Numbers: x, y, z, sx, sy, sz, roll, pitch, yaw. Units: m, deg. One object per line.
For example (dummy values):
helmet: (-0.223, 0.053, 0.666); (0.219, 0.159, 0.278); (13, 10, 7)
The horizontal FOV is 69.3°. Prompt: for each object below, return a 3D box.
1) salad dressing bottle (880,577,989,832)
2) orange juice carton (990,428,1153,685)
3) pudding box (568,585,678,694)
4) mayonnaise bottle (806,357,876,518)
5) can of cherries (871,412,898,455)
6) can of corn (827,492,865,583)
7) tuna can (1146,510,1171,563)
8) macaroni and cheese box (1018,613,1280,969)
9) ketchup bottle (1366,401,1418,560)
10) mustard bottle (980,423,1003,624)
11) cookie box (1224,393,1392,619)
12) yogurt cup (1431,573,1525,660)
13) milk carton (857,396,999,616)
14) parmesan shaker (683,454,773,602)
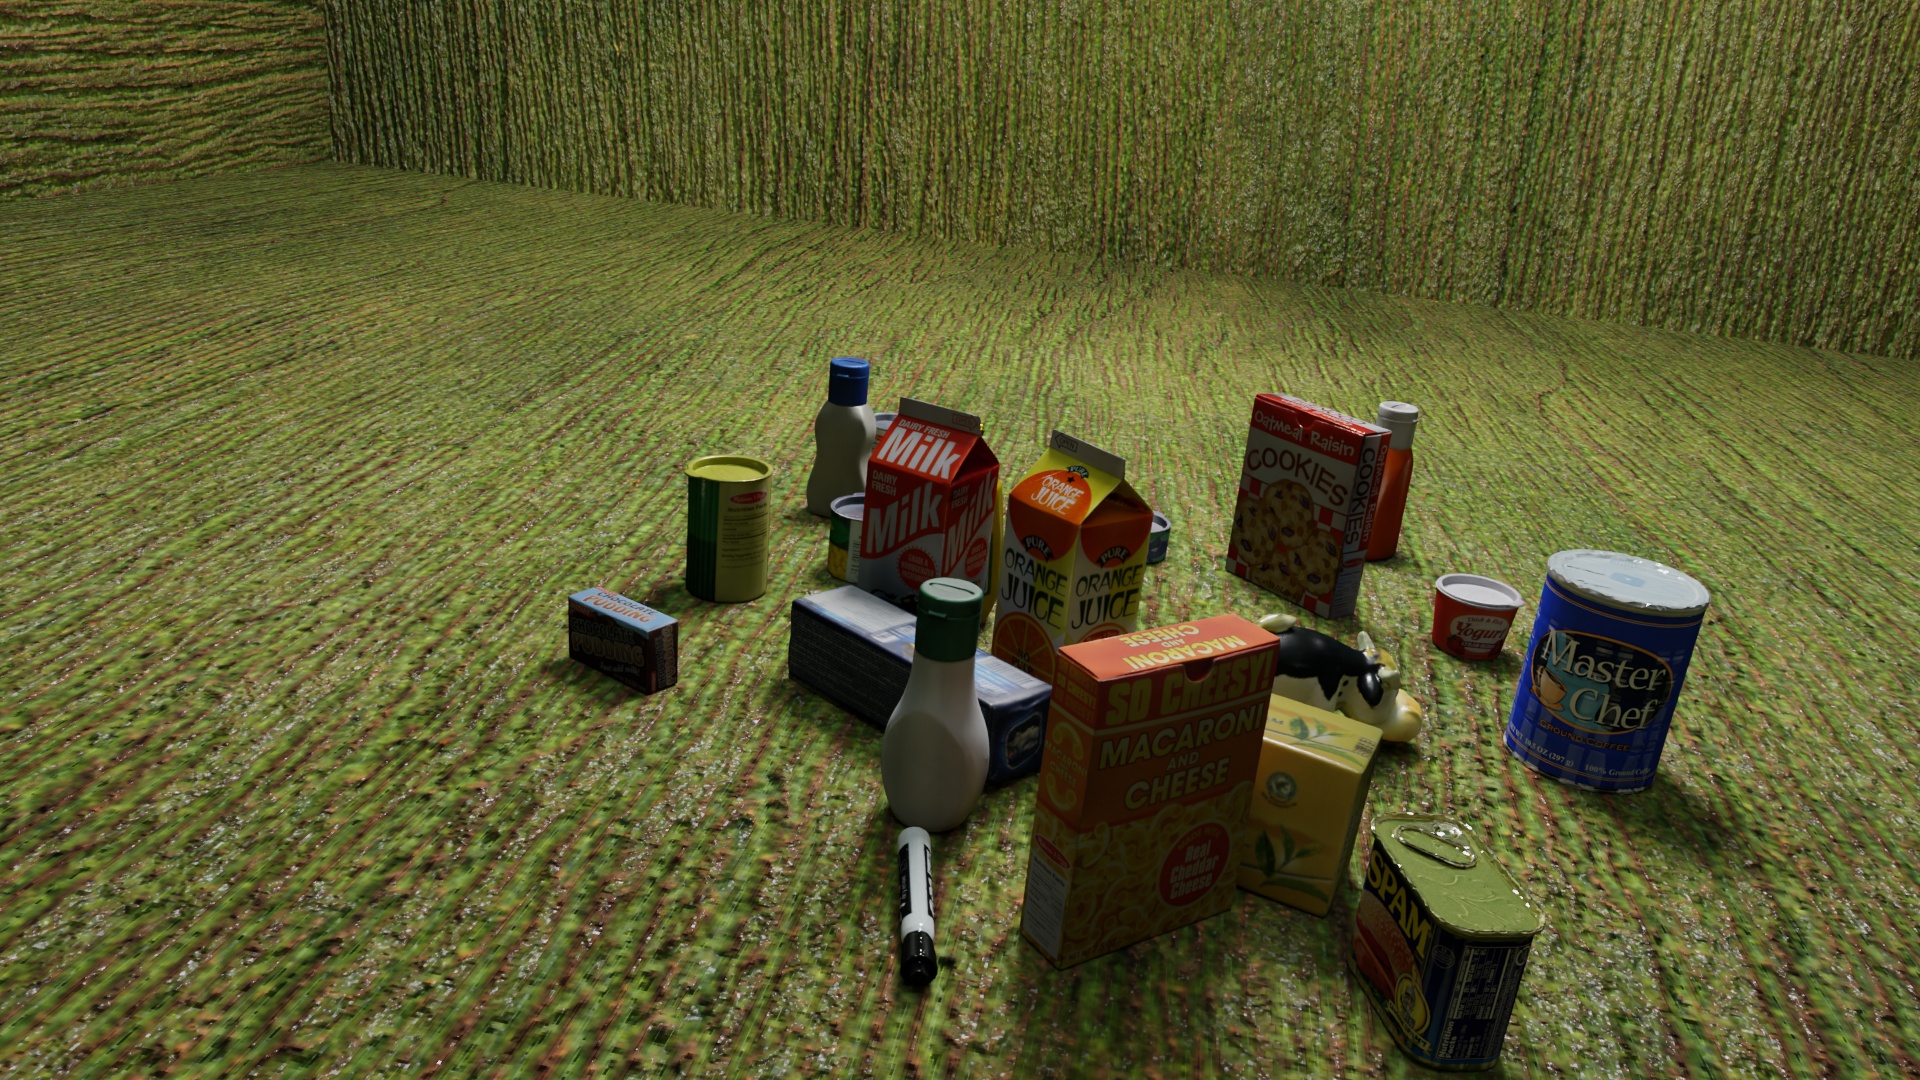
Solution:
salad dressing bottle: (-0.012, 0.096, 0.809); (0.064, 0.147, 0.044); (14, 21, 20)
orange juice carton: (0.077, 0.024, 0.961); (0.073, 0.191, 0.072); (-11, 26, -38)
pudding box: (-0.234, 0.068, 0.961); (0.084, 0.049, 0.030); (19, 24, 32)
mayonnaise bottle: (-0.107, -0.094, 1.287); (0.065, 0.147, 0.041); (11, 21, 12)
can of cherries: (-0.065, -0.095, 1.429); (0.071, 0.058, 0.072); (5, 20, -2)
can of corn: (-0.079, -0.002, 1.178); (0.071, 0.058, 0.071); (5, 20, -2)
tuna can: (0.162, -0.005, 1.289); (0.071, 0.032, 0.071); (5, 20, -2)
macaroni and cheese box: (0.100, 0.129, 0.725); (0.124, 0.165, 0.040); (-8, 24, -33)
ketchup bottle: (0.407, -0.057, 1.331); (0.043, 0.148, 0.065); (22, 25, 37)
mustard bottle: (0.004, -0.014, 1.087); (0.065, 0.159, 0.049); (4, 20, -4)
cookie box: (0.299, -0.032, 1.209); (0.040, 0.166, 0.123); (-9, 25, -35)
yogurt cup: (0.423, 0.064, 1.148); (0.072, 0.053, 0.072); (5, 20, -2)
milk carton: (-0.024, -0.007, 1.019); (0.072, 0.189, 0.074); (17, 23, 27)
parmesan shaker: (-0.187, -0.009, 1.103); (0.071, 0.102, 0.071); (5, 20, -2)
